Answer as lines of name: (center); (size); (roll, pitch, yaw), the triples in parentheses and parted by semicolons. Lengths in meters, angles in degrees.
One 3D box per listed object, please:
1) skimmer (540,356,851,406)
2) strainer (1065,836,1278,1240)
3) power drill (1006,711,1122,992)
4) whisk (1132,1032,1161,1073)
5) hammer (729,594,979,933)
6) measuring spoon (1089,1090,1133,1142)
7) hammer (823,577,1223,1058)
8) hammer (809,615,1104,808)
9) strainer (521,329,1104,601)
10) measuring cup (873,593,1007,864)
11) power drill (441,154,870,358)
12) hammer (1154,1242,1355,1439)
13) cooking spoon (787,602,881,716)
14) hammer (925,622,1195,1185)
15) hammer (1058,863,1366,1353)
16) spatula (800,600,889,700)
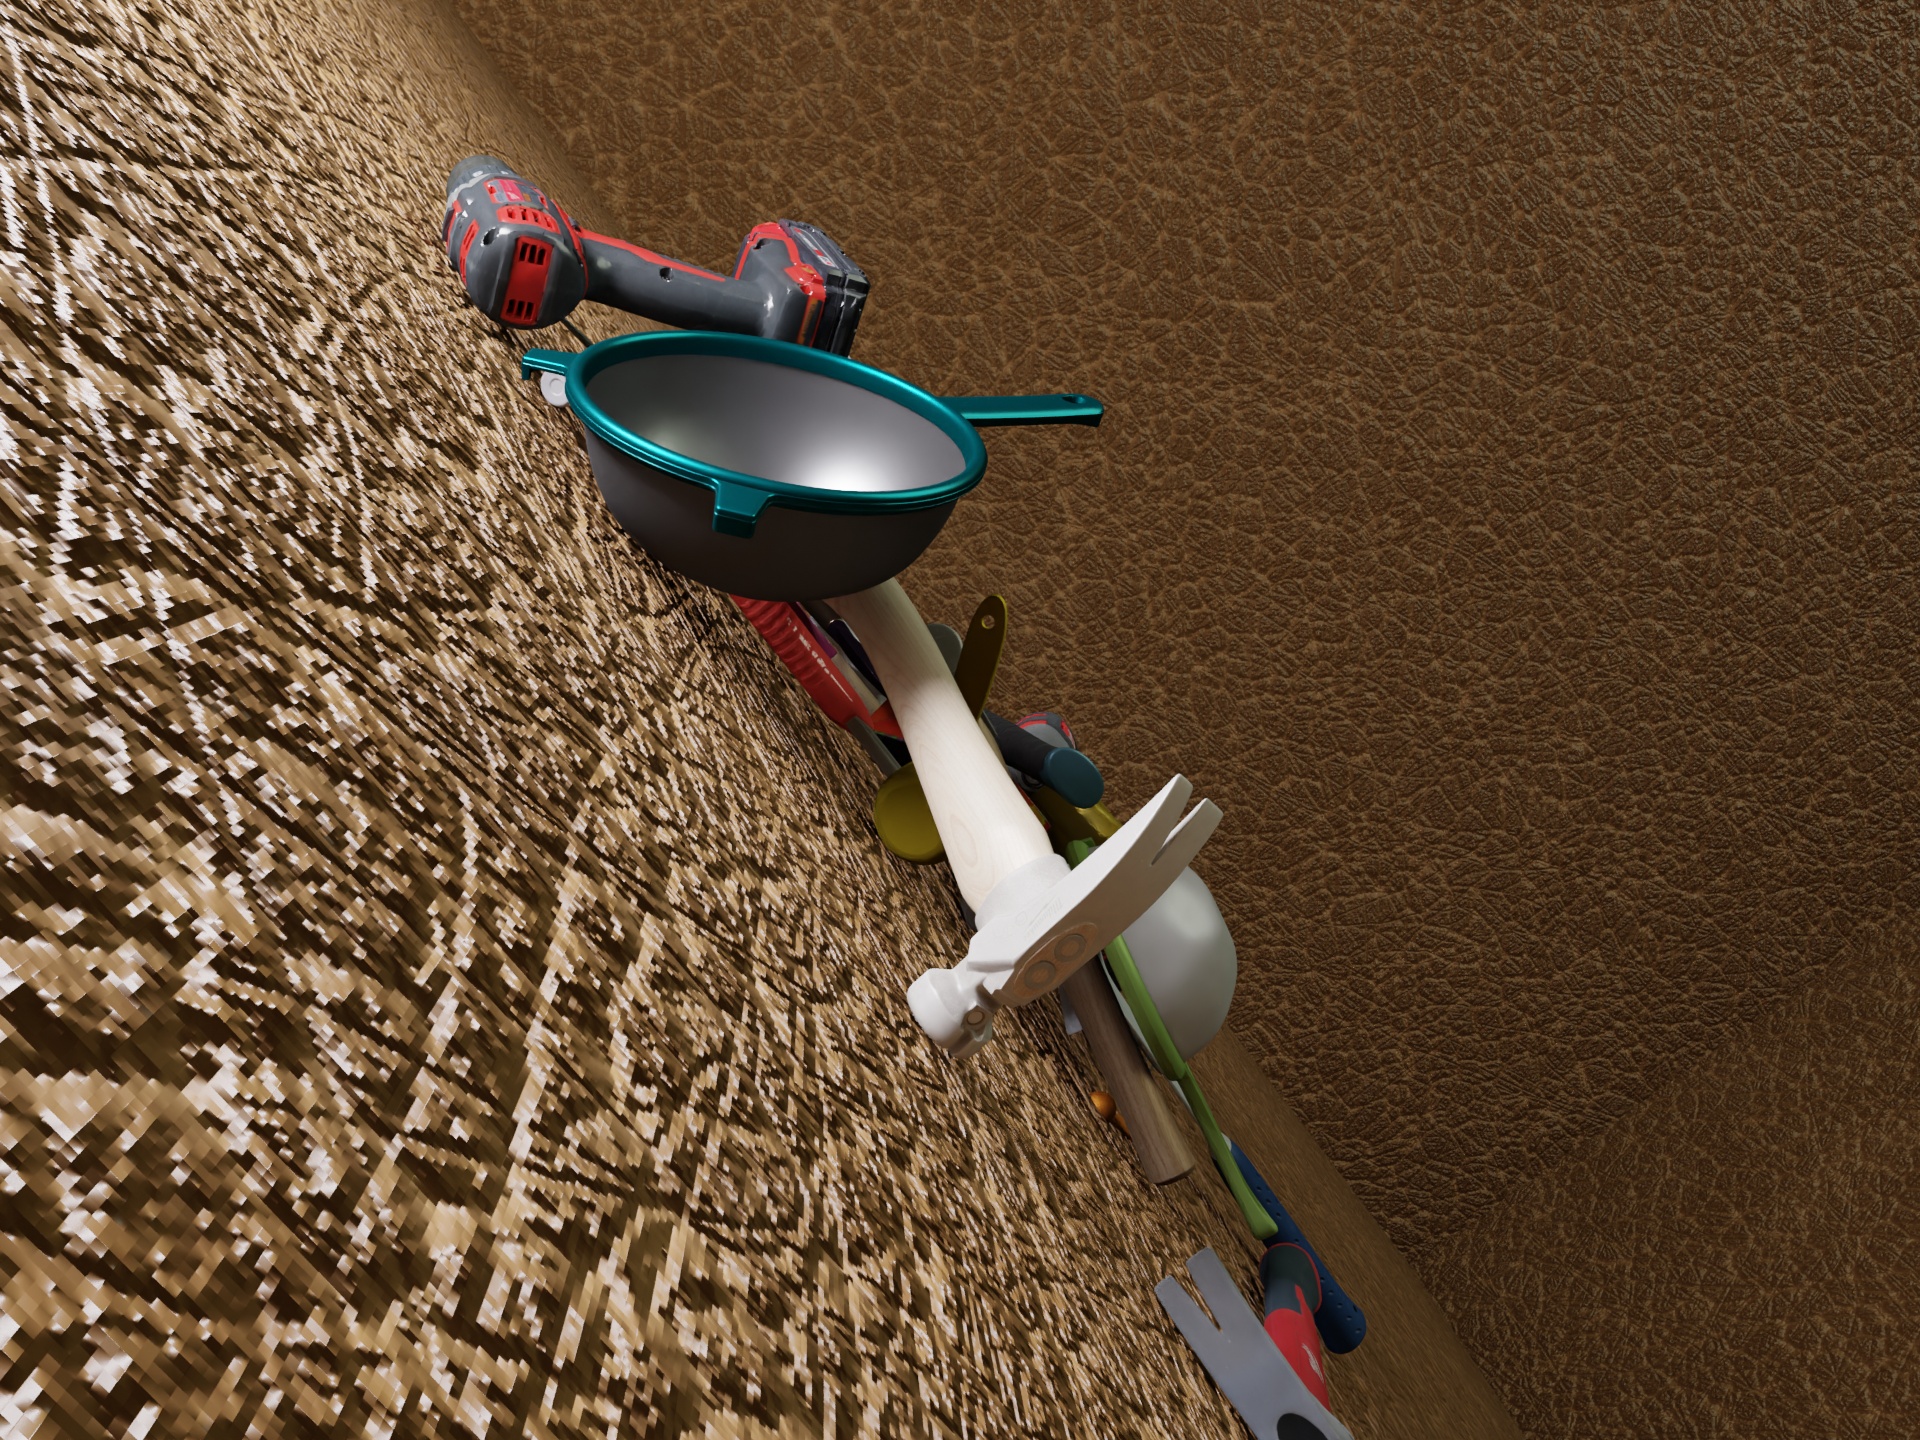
skimmer: (-0.160, -0.202, 1.012); (0.127, 0.090, 0.363); (33, 25, 9)
strainer: (0.144, 0.175, 0.926); (0.256, 0.069, 0.151); (64, 5, 1)
power drill: (0.095, 0.103, 1.267); (0.143, 0.078, 0.219); (-58, 124, -80)
whisk: (0.128, 0.233, 1.174); (0.055, 0.055, 0.238); (55, 8, 23)
hammer: (-0.085, -0.028, 0.954); (0.358, 0.036, 0.149); (53, 3, -18)
measuring spoon: (0.101, 0.241, 0.951); (0.021, 0.011, 0.116); (56, 4, 35)
hammer: (-0.012, -0.020, 0.788); (0.038, 0.146, 0.411); (40, 12, -35)
hammer: (-0.002, -0.004, 1.157); (0.128, 0.033, 0.331); (51, -12, -31)
strainer: (-0.052, -0.129, 0.853); (0.340, 0.095, 0.211); (-12, 39, -42)
measuring cup: (-0.007, 0.007, 0.840); (0.062, 0.156, 0.029); (25, 24, 19)
power drill: (-0.185, -0.265, 0.921); (0.226, 0.080, 0.188); (6, 30, -29)
hammer: (0.170, 0.321, 0.862); (0.143, 0.038, 0.386); (52, 3, 12)
cooking spoon: (-0.079, -0.025, 1.147); (0.318, 0.017, 0.069); (52, -1, -14)
hammer: (0.050, 0.104, 0.904); (0.130, 0.031, 0.331); (74, -8, -83)
hammer: (0.168, 0.282, 1.060); (0.405, 0.035, 0.144); (56, 13, -20)
spatula: (-0.100, -0.078, 1.177); (0.059, 0.018, 0.316); (52, -2, -31)
